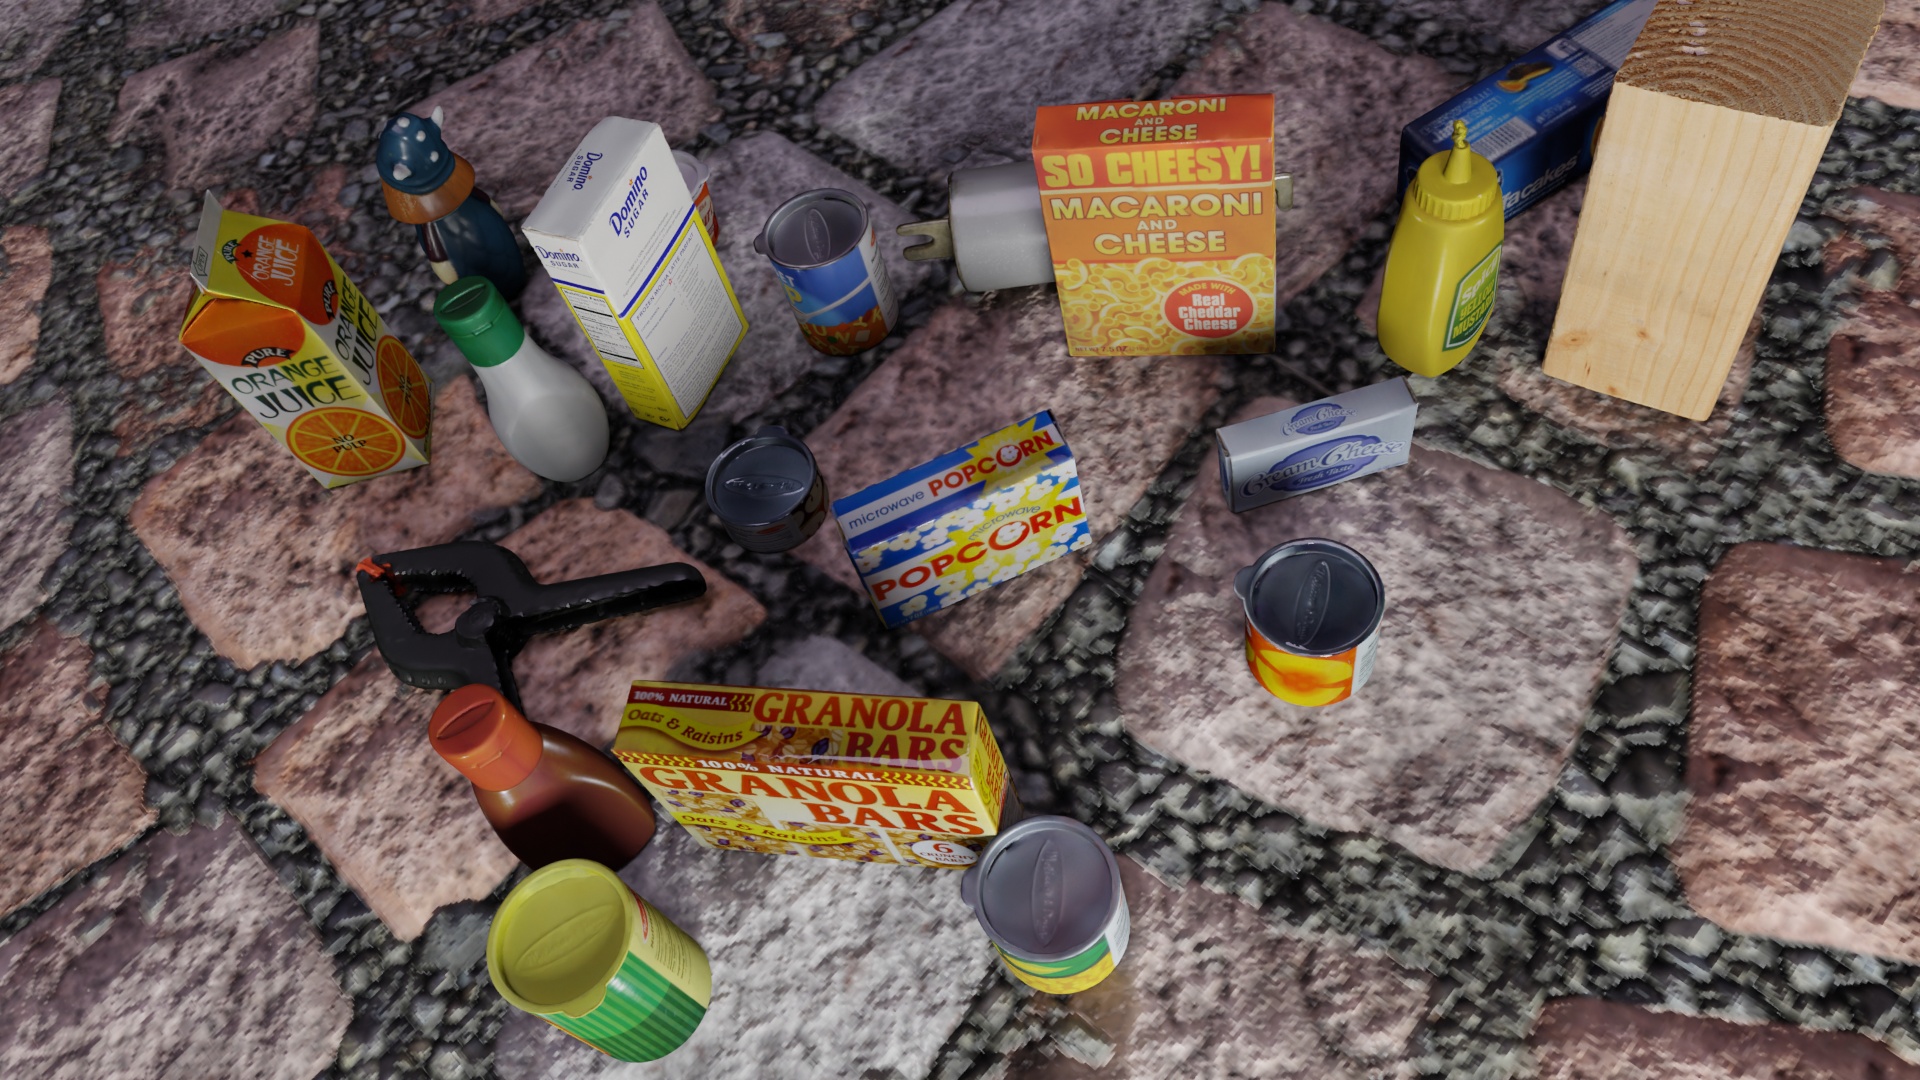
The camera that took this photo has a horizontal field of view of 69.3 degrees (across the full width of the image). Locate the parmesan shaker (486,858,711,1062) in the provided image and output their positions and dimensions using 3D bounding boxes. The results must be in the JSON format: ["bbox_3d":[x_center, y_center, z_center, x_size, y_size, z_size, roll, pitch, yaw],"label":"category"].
[{"bbox_3d":[-0.160,0.197,0.633,0.071,0.102,0.071,-6,57,9],"label":"parmesan shaker"}]

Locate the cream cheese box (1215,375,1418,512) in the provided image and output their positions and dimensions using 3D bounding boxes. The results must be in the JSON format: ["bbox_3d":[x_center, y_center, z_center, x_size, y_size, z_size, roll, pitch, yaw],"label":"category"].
[{"bbox_3d":[0.191,-0.051,0.746,0.104,0.053,0.024,-16,56,2],"label":"cream cheese box"}]

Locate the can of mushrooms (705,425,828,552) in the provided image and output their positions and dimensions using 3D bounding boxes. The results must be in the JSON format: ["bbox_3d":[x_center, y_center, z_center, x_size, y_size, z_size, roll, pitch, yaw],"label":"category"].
[{"bbox_3d":[-0.112,-0.030,0.812,0.071,0.033,0.071,-6,56,9],"label":"can of mushrooms"}]

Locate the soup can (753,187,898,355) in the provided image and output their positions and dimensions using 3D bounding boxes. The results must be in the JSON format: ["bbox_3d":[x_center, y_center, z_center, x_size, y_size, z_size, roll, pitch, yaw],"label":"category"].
[{"bbox_3d":[-0.082,-0.165,0.864,0.071,0.083,0.072,-6,57,9],"label":"soup can"}]

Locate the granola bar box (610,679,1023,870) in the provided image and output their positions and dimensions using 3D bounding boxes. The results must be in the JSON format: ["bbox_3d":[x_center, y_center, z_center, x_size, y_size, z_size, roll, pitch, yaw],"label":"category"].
[{"bbox_3d":[-0.061,0.112,0.653,0.165,0.123,0.039,2,58,14],"label":"granola bar box"}]

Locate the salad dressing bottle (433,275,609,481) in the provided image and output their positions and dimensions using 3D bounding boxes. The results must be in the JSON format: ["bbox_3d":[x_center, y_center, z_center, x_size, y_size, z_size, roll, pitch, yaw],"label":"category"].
[{"bbox_3d":[-0.257,-0.093,0.817,0.064,0.147,0.044,-33,57,-9],"label":"salad dressing bottle"}]

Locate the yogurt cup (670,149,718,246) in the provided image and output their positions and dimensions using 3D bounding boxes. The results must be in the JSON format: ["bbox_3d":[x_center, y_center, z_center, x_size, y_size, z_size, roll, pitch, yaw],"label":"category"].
[{"bbox_3d":[-0.199,-0.224,0.946,0.072,0.053,0.073,-6,56,9],"label":"yogurt cup"}]

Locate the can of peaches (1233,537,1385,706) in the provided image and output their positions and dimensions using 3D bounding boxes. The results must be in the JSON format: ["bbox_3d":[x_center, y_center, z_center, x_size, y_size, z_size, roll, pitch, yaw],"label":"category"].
[{"bbox_3d":[0.172,0.041,0.688,0.071,0.057,0.071,-6,56,9],"label":"can of peaches"}]

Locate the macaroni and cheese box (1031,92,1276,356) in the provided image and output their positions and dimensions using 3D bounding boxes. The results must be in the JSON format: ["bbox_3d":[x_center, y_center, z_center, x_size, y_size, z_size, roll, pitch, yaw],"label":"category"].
[{"bbox_3d":[0.112,-0.170,0.774,0.124,0.165,0.040,1,58,13],"label":"macaroni and cheese box"}]

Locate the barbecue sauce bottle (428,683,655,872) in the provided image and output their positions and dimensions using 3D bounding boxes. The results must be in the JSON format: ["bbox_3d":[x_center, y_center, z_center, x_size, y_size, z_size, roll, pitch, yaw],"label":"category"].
[{"bbox_3d":[-0.202,0.118,0.666,0.065,0.148,0.044,-32,56,-9],"label":"barbecue sauce bottle"}]

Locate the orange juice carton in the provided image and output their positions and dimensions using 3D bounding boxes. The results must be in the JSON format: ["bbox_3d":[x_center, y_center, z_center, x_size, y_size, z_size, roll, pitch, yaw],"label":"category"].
[{"bbox_3d":[-0.400,-0.119,0.839,0.073,0.191,0.072,-14,56,4],"label":"orange juice carton"}]

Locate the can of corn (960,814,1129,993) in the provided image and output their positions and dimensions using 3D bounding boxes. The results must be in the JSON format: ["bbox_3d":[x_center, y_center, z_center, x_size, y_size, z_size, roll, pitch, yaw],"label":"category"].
[{"bbox_3d":[0.040,0.167,0.634,0.071,0.058,0.071,-6,56,9],"label":"can of corn"}]

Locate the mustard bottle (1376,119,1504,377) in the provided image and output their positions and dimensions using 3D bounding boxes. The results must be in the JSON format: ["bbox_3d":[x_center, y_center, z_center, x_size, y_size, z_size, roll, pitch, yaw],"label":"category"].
[{"bbox_3d":[0.257,-0.156,0.735,0.065,0.159,0.049,-43,59,-16],"label":"mustard bottle"}]

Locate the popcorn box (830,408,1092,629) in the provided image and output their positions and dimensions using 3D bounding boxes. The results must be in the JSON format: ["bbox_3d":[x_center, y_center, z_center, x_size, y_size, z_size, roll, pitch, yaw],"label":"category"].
[{"bbox_3d":[0.003,-0.009,0.742,0.127,0.085,0.038,-24,56,-3],"label":"popcorn box"}]
